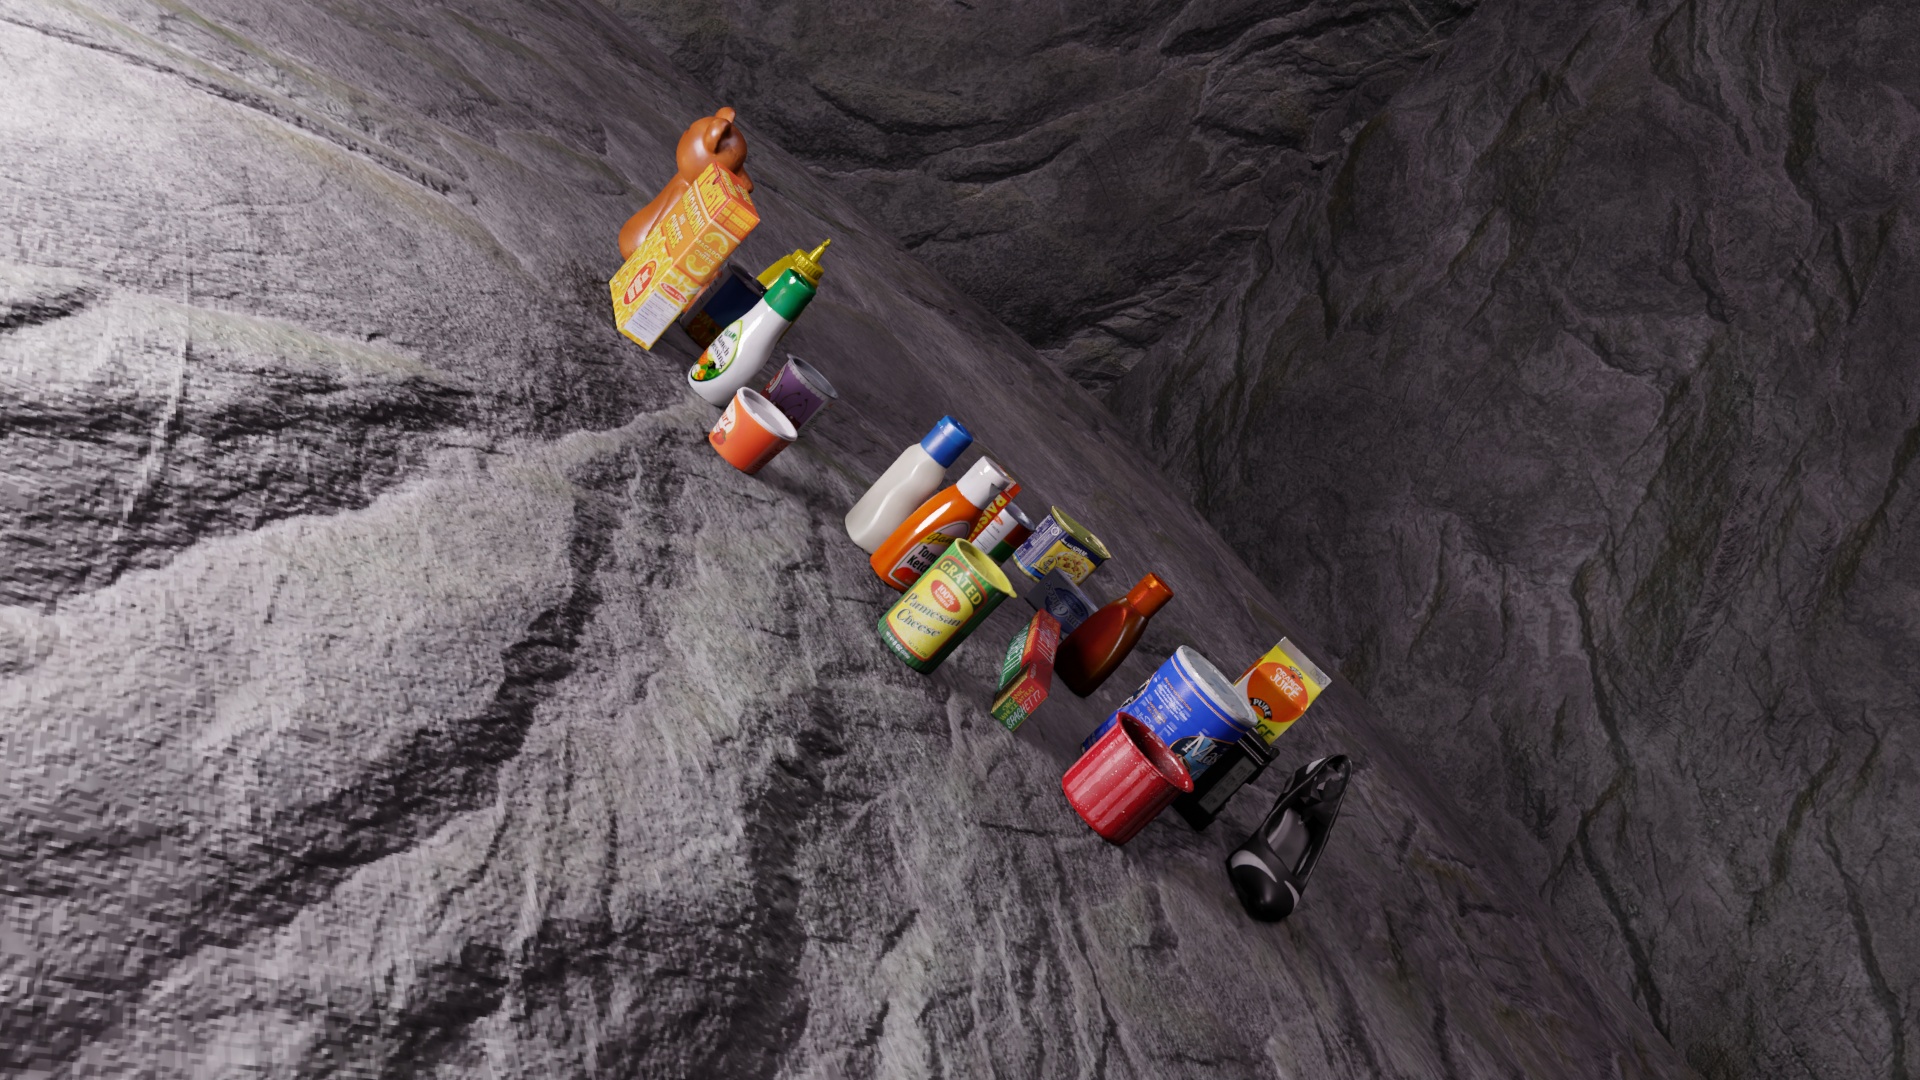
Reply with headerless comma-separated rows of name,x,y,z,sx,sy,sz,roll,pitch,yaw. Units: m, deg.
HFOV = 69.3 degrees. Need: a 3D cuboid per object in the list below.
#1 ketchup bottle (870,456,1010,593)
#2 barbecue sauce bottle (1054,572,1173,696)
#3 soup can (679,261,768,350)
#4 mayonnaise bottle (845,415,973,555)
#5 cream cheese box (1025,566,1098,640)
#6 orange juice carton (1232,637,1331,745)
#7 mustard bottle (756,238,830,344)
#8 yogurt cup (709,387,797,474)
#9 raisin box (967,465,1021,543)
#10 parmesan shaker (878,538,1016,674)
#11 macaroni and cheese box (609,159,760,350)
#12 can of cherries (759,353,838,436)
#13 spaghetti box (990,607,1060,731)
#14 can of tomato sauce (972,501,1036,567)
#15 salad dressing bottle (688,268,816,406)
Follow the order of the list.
ketchup bottle,-0.016,-0.015,1.312,0.064,0.148,0.044,31,18,-45
barbecue sauce bottle,0.165,0.098,1.497,0.043,0.148,0.065,30,19,-48
soup can,-0.246,-0.243,1.484,0.071,0.083,0.071,41,13,-11
mayonnaise bottle,-0.049,-0.055,1.339,0.041,0.148,0.065,37,14,-27
cream cheese box,0.129,0.086,1.638,0.104,0.053,0.024,48,13,19
orange juice carton,0.315,0.197,1.536,0.072,0.192,0.073,46,13,8
mustard bottle,-0.201,-0.280,1.565,0.065,0.160,0.049,33,16,-40
yogurt cup,-0.190,-0.097,1.260,0.072,0.054,0.072,41,13,-11
raisin box,0.005,-0.018,1.439,0.040,0.123,0.086,44,13,1
parmesan shaker,-0.012,0.059,1.191,0.071,0.103,0.071,41,13,-11
macaroni and cheese box,-0.270,-0.278,1.342,0.040,0.166,0.124,36,15,-33
can of cherries,-0.175,-0.155,1.476,0.071,0.058,0.072,41,13,-11
spaghetti box,0.066,0.120,1.349,0.028,0.050,0.251,43,13,-3
can of tomato sauce,0.034,-0.004,1.572,0.071,0.083,0.071,41,13,-11
salad dressing bottle,-0.199,-0.196,1.335,0.044,0.147,0.064,33,16,-40
